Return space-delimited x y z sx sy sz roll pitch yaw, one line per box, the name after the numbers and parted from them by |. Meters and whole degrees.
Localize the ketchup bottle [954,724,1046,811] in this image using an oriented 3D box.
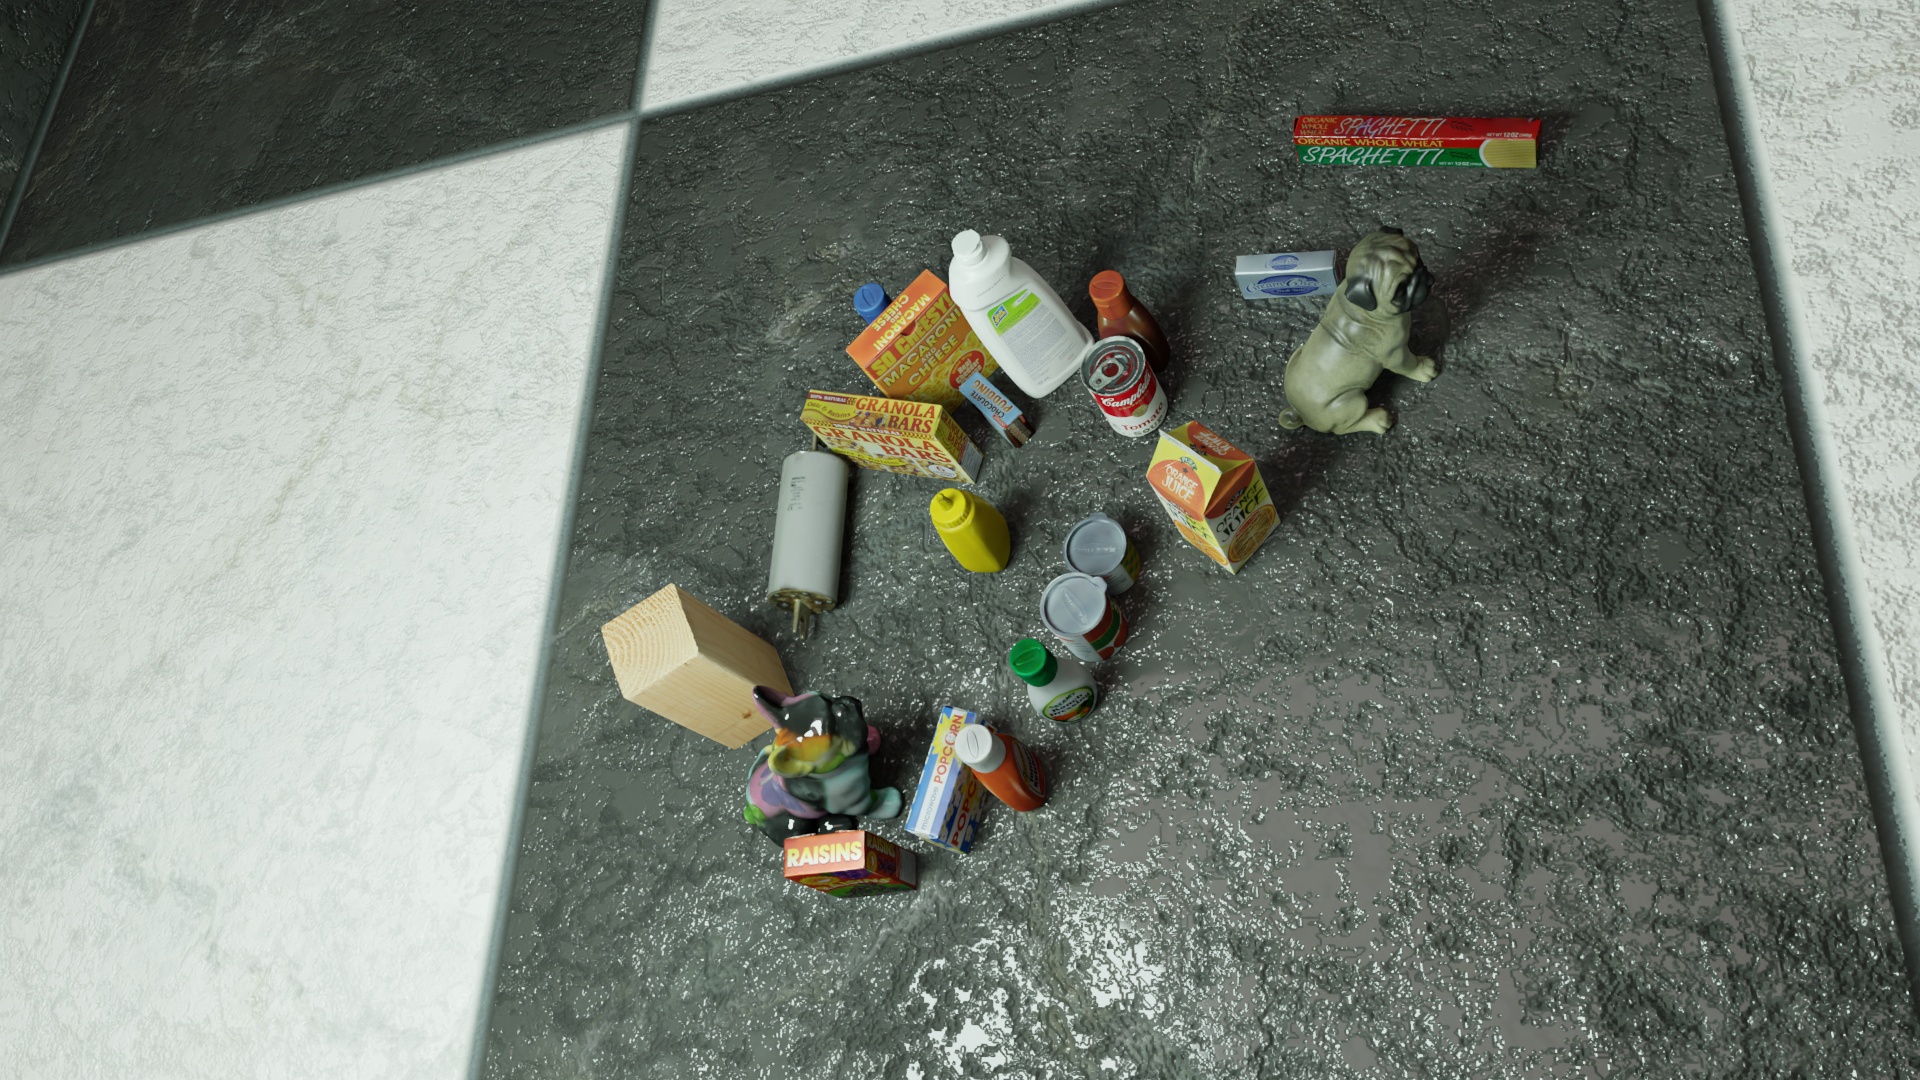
0.037 0.209 1.303 0.043 0.148 0.065 -21 61 14 | ketchup bottle

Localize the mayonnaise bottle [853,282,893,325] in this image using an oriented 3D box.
-0.071 -0.233 1.549 0.041 0.147 0.065 -32 59 7 | mayonnaise bottle

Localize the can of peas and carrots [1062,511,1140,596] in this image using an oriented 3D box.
0.143 0.014 1.399 0.071 0.058 0.071 -9 64 19 | can of peas and carrots

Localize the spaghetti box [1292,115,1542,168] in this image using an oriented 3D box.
0.475 -0.419 1.458 0.250 0.050 0.029 9 72 26 | spaghetti box

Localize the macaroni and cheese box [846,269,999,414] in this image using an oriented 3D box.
-0.036 -0.199 1.508 0.124 0.166 0.040 -45 58 -1 | macaroni and cheese box

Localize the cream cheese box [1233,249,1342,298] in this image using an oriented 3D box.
0.342 -0.277 1.449 0.104 0.053 0.024 1 68 24 | cream cheese box

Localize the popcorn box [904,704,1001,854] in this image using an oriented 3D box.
-0.004 0.233 1.347 0.038 0.085 0.127 10 72 27 | popcorn box

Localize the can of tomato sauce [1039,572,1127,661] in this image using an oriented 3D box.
0.124 0.075 1.365 0.071 0.083 0.071 -9 64 19 | can of tomato sauce

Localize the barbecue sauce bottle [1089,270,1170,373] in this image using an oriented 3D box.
0.171 -0.225 1.442 0.065 0.148 0.044 11 73 27 | barbecue sauce bottle

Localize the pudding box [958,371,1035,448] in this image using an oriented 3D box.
0.040 -0.143 1.519 0.030 0.049 0.084 -44 58 0 | pudding box

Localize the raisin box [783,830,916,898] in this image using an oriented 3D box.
-0.104 0.311 1.332 0.086 0.123 0.040 -10 64 19 | raisin box

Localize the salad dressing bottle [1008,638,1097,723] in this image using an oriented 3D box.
0.086 0.132 1.317 0.064 0.147 0.044 -30 59 9 | salad dressing bottle

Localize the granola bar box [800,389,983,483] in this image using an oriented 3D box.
-0.073 -0.113 1.509 0.165 0.124 0.039 9 72 26 | granola bar box

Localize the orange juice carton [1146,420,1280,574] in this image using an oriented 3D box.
0.236 -0.046 1.308 0.073 0.192 0.072 -49 58 -3 | orange juice carton

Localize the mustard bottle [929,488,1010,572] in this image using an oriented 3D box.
0.005 -0.018 1.412 0.049 0.160 0.065 -3 67 22 | mustard bottle
